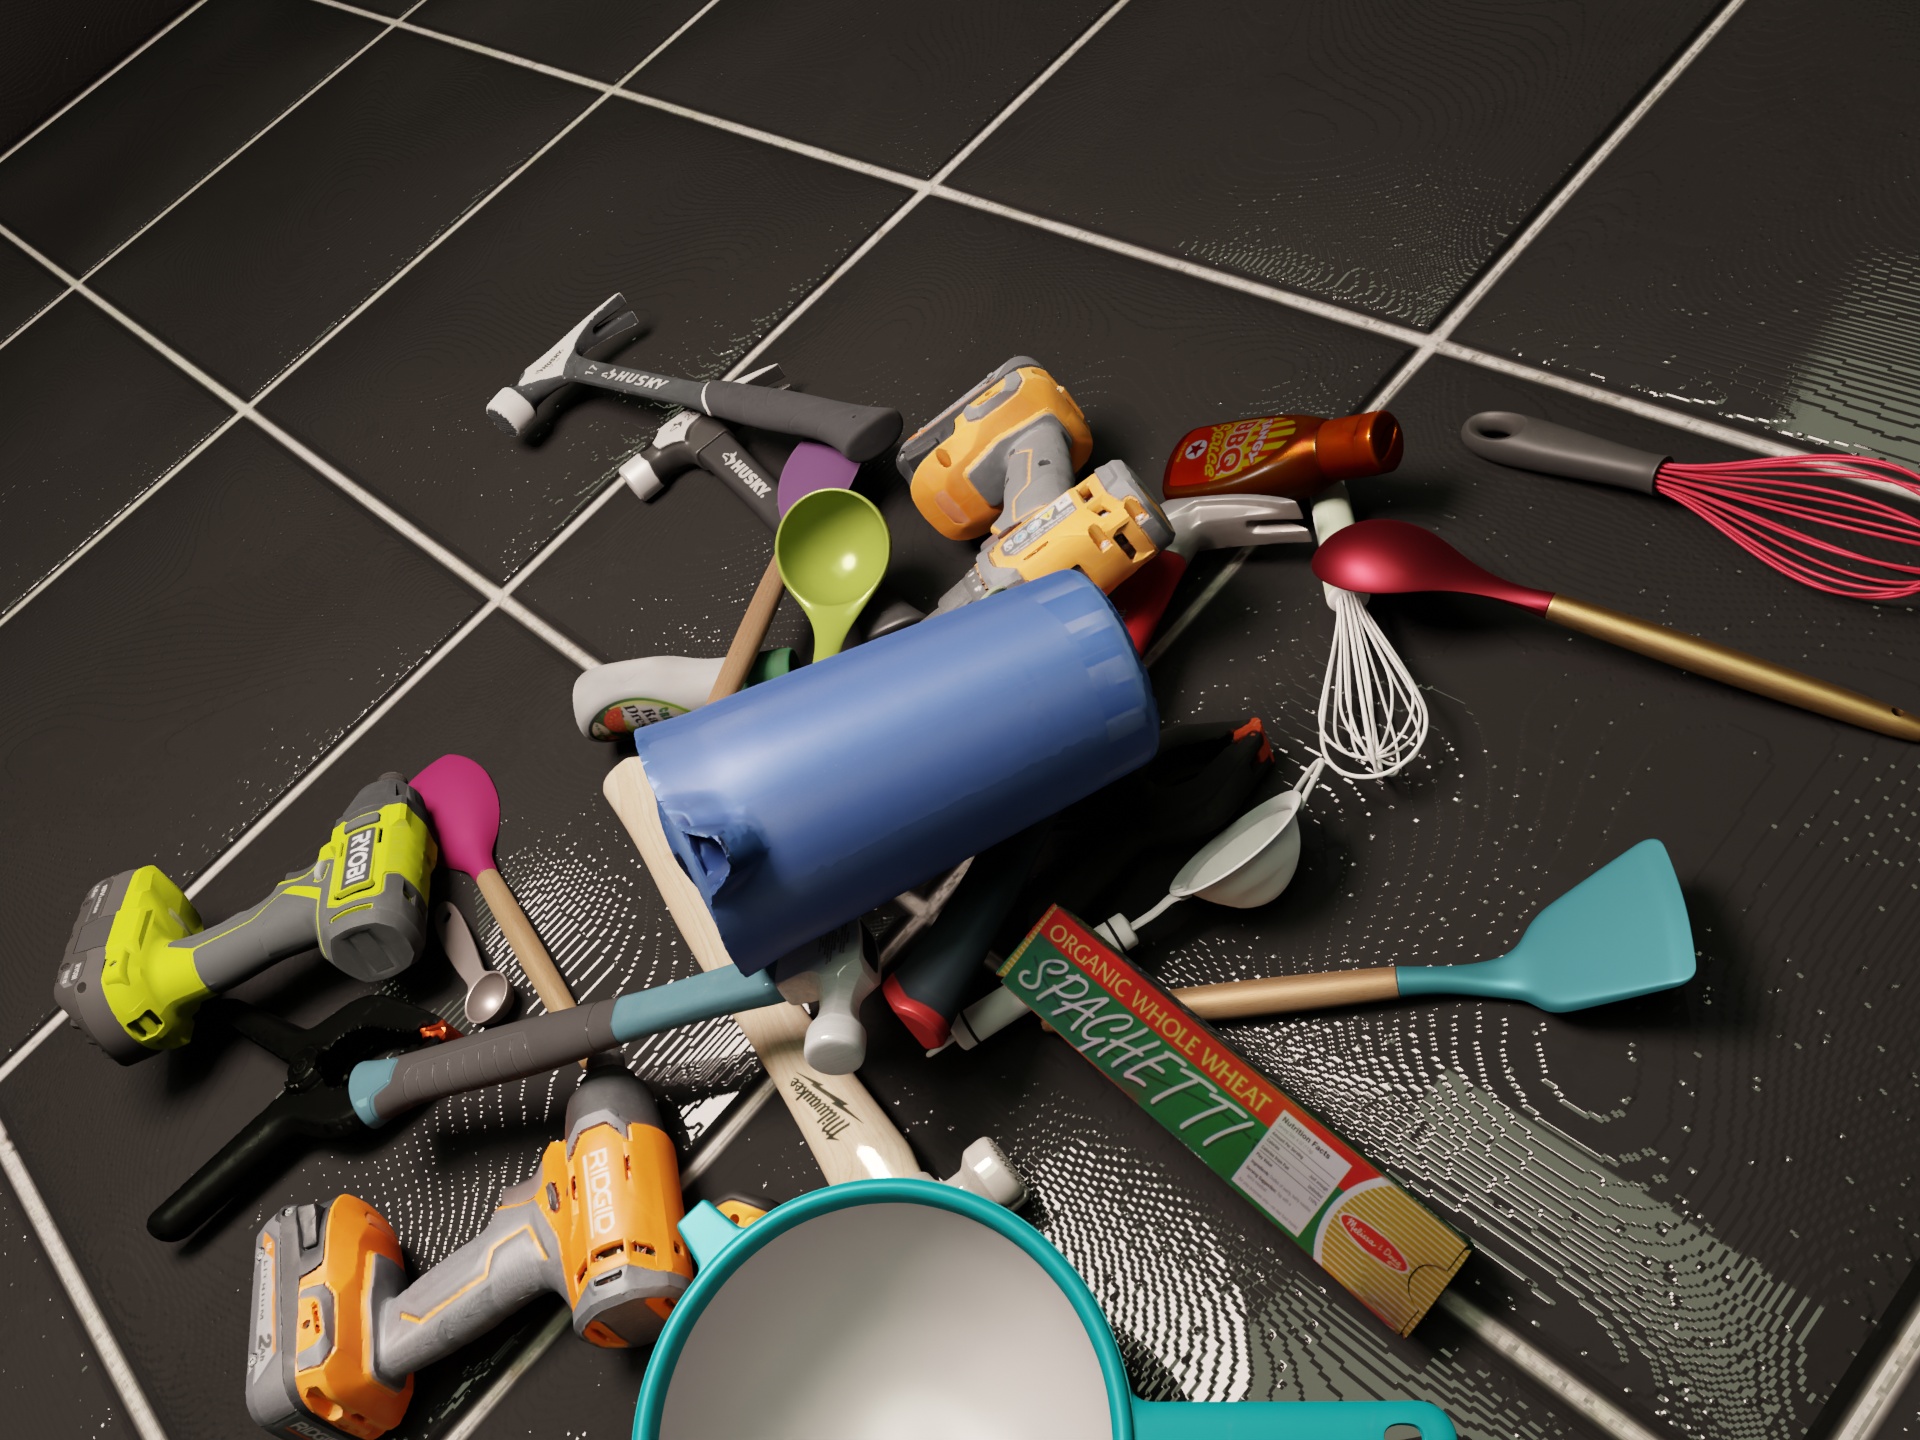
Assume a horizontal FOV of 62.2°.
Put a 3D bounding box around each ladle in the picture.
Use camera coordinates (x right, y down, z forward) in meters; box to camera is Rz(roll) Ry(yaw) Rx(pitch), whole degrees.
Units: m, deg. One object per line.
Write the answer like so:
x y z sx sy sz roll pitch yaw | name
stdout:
-0.092 -0.006 0.958 0.078 0.062 0.320 -3 56 14 | ladle
0.335 -0.050 0.834 0.315 0.031 0.069 23 47 25 | ladle

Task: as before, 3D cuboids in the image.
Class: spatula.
-0.124 -0.095 1.057 0.060 0.018 0.316 2 52 21 | spatula
0.188 0.124 0.784 0.317 0.044 0.082 -11 44 19 | spatula

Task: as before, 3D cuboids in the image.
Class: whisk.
0.223 -0.064 0.911 0.059 0.057 0.247 -20 44 22 | whisk
0.403 -0.129 0.873 0.073 0.073 0.296 -48 44 -14 | whisk

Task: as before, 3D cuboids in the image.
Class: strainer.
0.034 0.314 0.690 0.340 0.095 0.211 -2 61 4 | strainer
0.092 0.108 0.833 0.258 0.087 0.050 -32 93 1 | strainer

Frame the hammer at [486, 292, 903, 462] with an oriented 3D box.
-0.196 -0.248 1.203 0.409 0.036 0.149 19 63 39 | hammer

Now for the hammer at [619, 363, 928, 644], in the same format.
-0.117 -0.146 1.135 0.146 0.035 0.335 -39 49 -6 | hammer

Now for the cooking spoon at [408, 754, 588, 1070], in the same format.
-0.297 0.116 1.029 0.069 0.017 0.319 -39 48 -7 | cooking spoon

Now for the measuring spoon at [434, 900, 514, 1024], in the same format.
-0.310 0.153 1.013 0.034 0.018 0.124 -47 43 -1 | measuring spoon

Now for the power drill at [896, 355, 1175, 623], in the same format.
0.021 -0.117 0.985 0.185 0.084 0.226 -37 33 12 | power drill

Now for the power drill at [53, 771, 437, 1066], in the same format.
-0.453 0.122 1.037 0.223 0.080 0.171 -21 38 1 | power drill

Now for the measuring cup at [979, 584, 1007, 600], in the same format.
-0.001 -0.003 0.901 0.083 0.167 0.038 -2 46 -32 | measuring cup

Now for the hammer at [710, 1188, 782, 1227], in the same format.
-0.142 0.383 0.718 0.127 0.034 0.337 6 65 29 | hammer

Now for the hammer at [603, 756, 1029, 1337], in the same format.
-0.125 0.160 0.907 0.146 0.038 0.411 -38 48 -4 | hammer

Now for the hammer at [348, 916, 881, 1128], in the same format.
-0.193 0.165 0.854 0.331 0.033 0.128 -18 36 18 | hammer

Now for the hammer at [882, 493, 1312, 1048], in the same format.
0.071 0.013 0.878 0.143 0.038 0.386 0 47 37 | hammer

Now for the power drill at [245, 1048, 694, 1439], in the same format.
-0.256 0.276 0.851 0.226 0.084 0.164 -22 47 3 | power drill
